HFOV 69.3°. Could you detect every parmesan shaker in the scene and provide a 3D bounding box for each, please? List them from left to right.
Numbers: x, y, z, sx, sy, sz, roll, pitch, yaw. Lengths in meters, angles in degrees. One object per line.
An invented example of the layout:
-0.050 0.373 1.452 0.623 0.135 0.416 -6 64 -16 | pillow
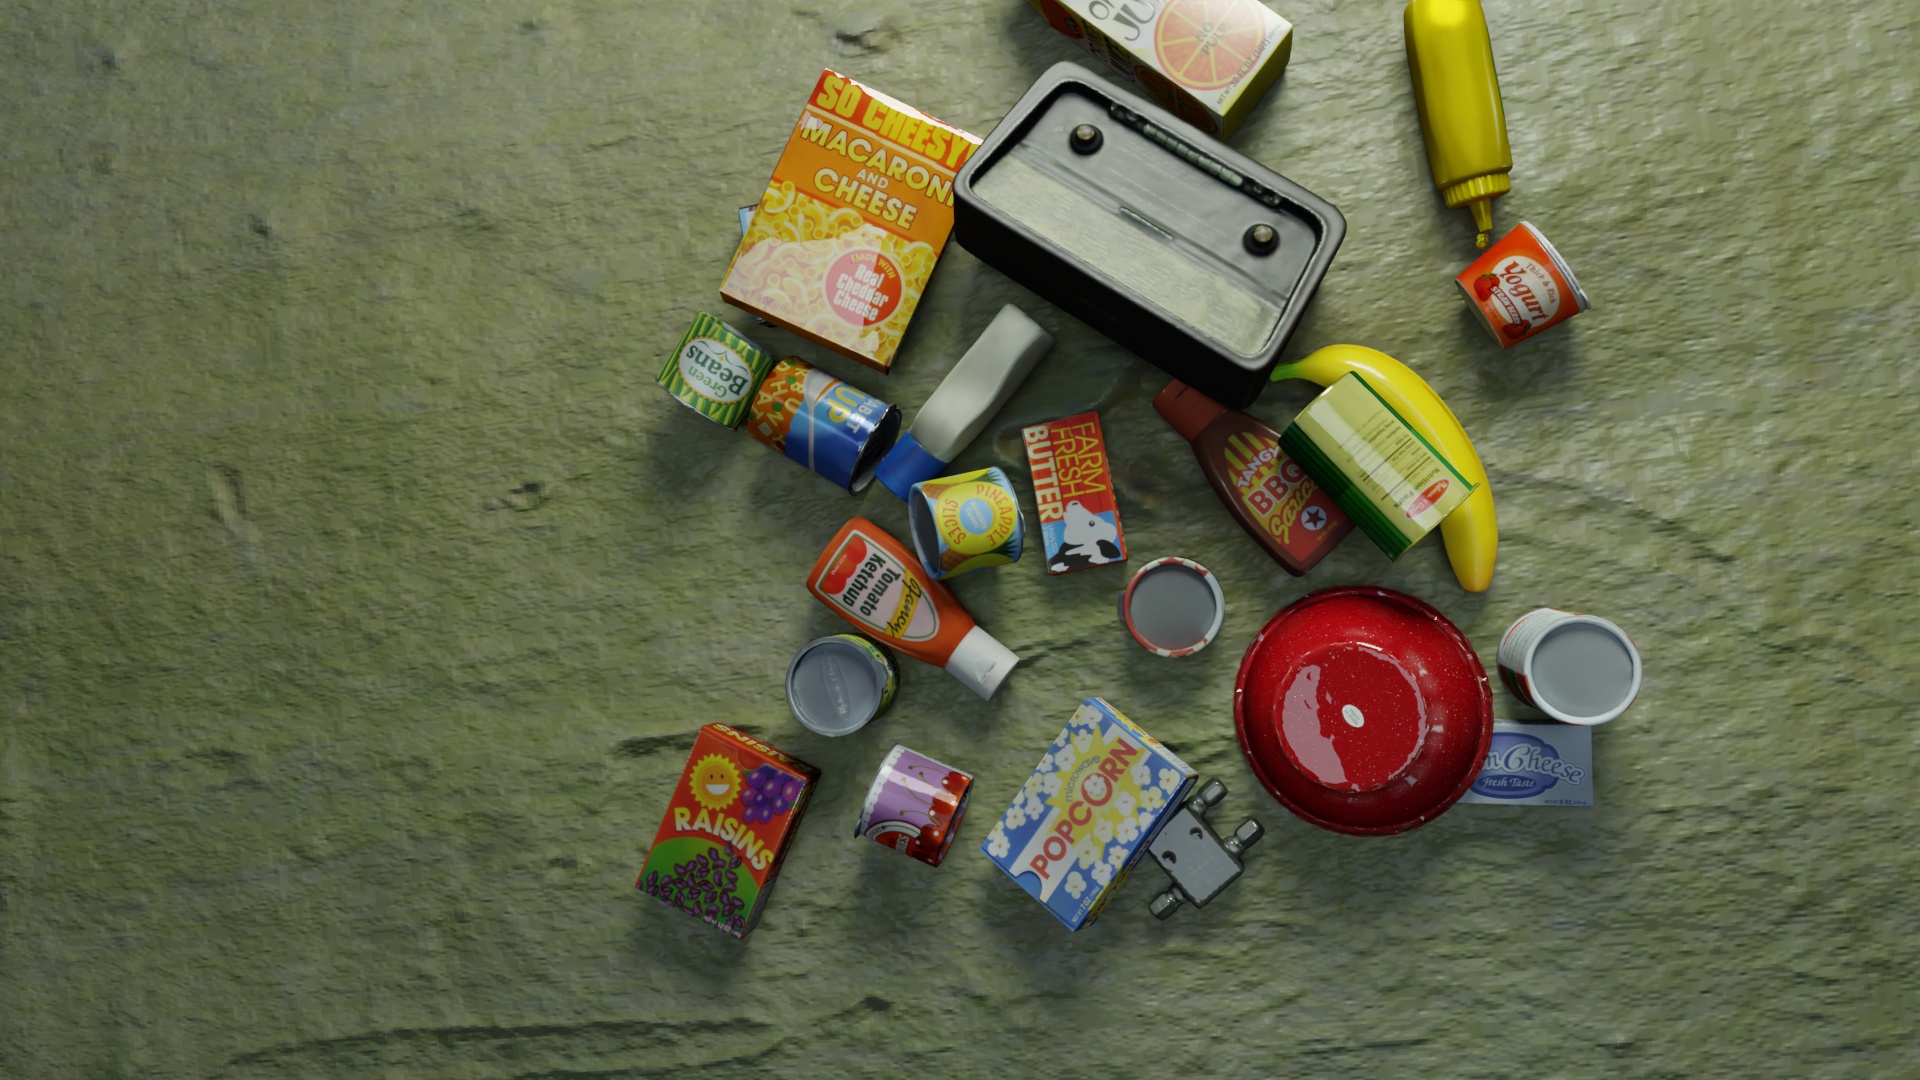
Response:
0.255 -0.048 0.851 0.071 0.071 0.103 -43 78 7 | parmesan shaker

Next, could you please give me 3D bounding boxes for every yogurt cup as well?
0.346 -0.156 0.864 0.054 0.072 0.072 -34 83 17 | yogurt cup

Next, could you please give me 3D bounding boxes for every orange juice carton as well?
0.117 -0.348 0.904 0.193 0.073 0.071 39 96 9 | orange juice carton

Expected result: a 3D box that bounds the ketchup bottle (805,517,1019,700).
-0.029 0.050 0.940 0.149 0.043 0.064 36 95 9 | ketchup bottle

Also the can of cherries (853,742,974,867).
-0.030 0.179 0.925 0.058 0.071 0.071 22 93 9 | can of cherries

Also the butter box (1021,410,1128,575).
0.077 -0.031 0.931 0.053 0.024 0.103 -11 87 11 | butter box

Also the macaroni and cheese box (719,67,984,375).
-0.071 -0.213 0.933 0.124 0.040 0.166 24 85 -3 | macaroni and cheese box

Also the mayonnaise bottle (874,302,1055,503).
0.002 -0.091 0.929 0.041 0.065 0.148 42 100 7 | mayonnaise bottle

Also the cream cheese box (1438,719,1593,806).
0.342 0.140 0.879 0.104 0.024 0.053 -1 88 10 | cream cheese box

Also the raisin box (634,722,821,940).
-0.161 0.200 0.965 0.086 0.040 0.123 24 93 11 | raisin box

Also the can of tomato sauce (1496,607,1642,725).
0.370 0.077 0.844 0.071 0.083 0.071 0 89 11 | can of tomato sauce

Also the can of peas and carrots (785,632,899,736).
-0.076 0.095 0.940 0.071 0.059 0.071 0 89 10 | can of peas and carrots

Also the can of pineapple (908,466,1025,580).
0.003 -0.011 0.912 0.058 0.071 0.071 -13 87 -17 | can of pineapple

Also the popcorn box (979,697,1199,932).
0.084 0.178 0.909 0.085 0.038 0.126 37 96 25 | popcorn box

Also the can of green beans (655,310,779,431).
-0.167 -0.117 0.957 0.071 0.071 0.057 35 95 9 | can of green beans

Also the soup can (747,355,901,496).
-0.091 -0.081 0.941 0.084 0.071 0.071 29 95 10 | soup can

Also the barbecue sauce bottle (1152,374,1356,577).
0.188 -0.049 0.901 0.065 0.043 0.148 -43 82 -1 | barbecue sauce bottle

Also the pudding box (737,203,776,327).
-0.123 -0.194 0.969 0.049 0.030 0.083 -11 87 9 | pudding box

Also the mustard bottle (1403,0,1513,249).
0.316 -0.262 0.873 0.049 0.065 0.160 -12 93 16 | mustard bottle

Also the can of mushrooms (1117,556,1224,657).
0.138 0.044 0.914 0.071 0.033 0.071 0 90 10 | can of mushrooms
